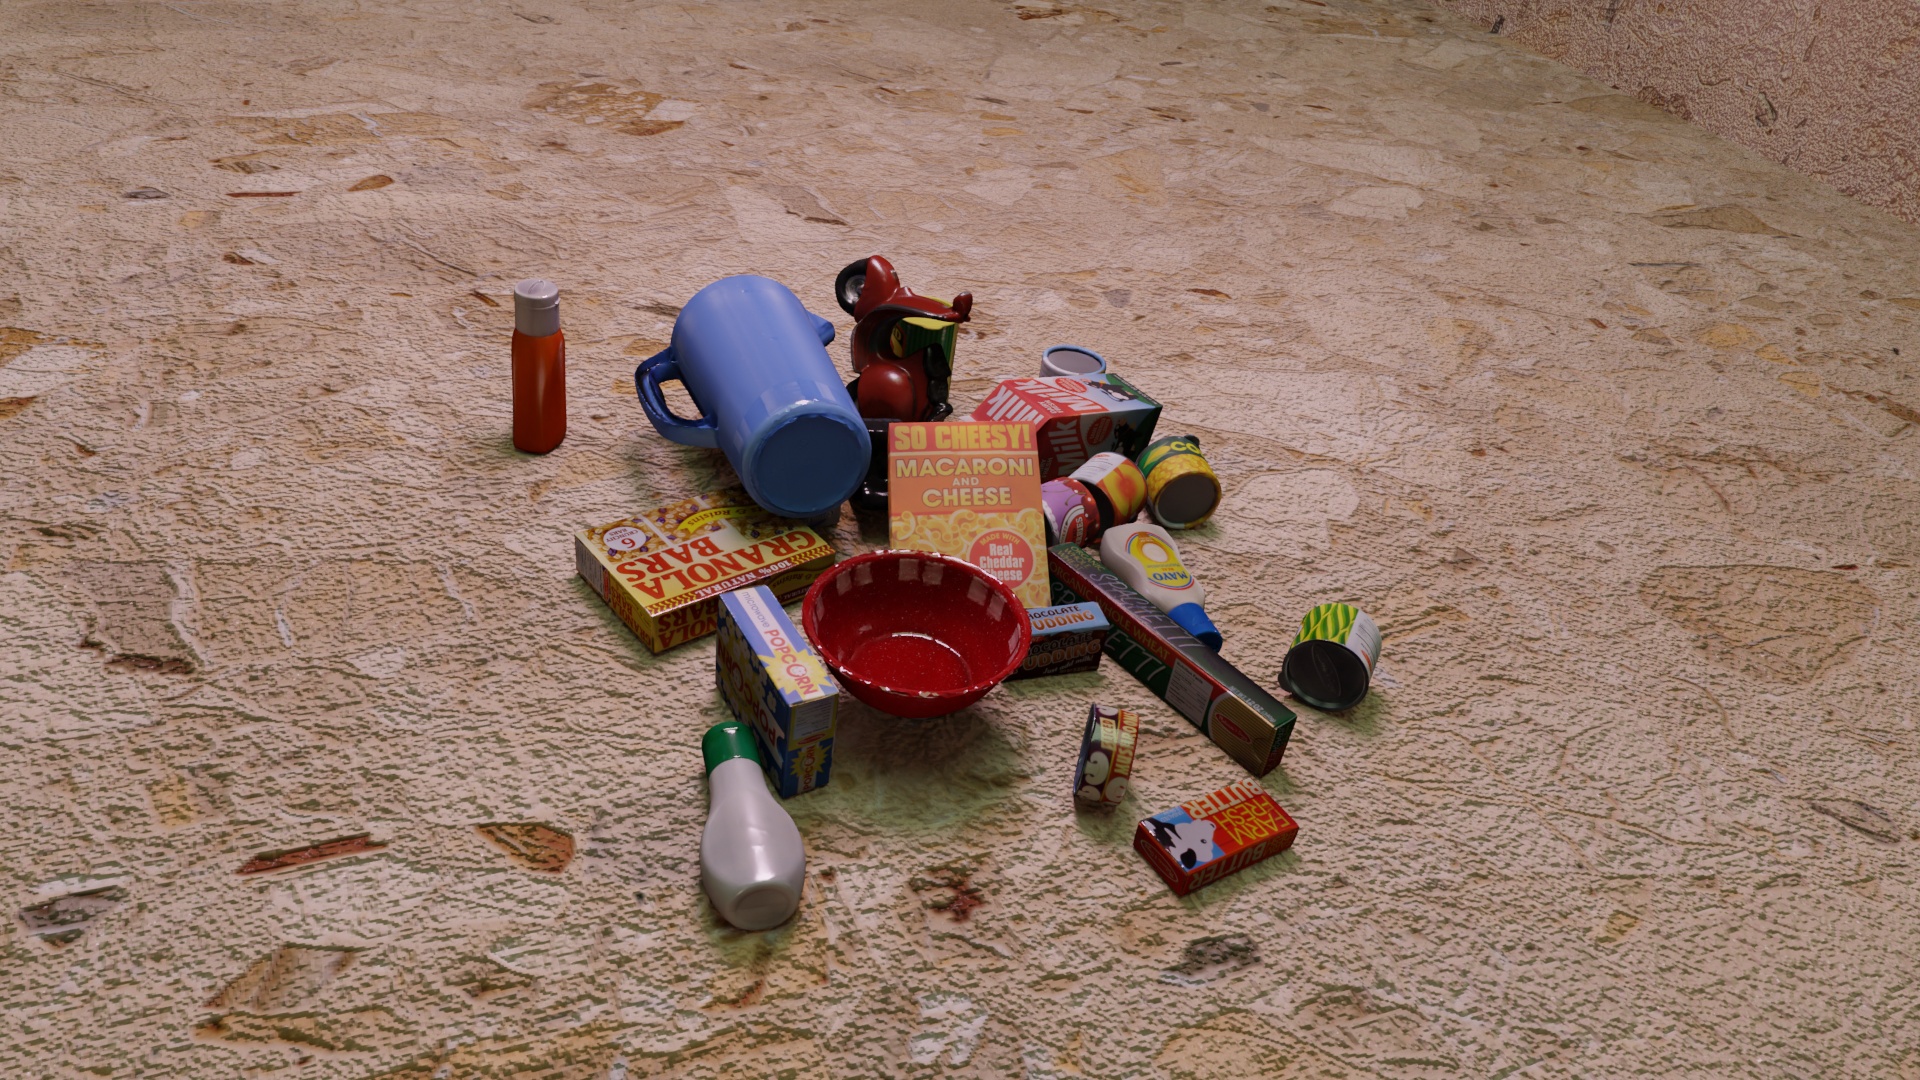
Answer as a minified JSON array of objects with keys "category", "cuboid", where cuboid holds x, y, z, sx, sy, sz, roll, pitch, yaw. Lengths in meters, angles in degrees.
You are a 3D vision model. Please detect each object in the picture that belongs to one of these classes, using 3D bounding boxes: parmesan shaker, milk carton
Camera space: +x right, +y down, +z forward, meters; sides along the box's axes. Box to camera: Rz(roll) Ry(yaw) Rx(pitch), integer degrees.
[{"category":"parmesan shaker","cuboid":[-0.039,-0.177,1.358,0.071,0.102,0.072,6,34,-4]},{"category":"milk carton","cuboid":[0.090,-0.104,1.283,0.191,0.073,0.072,-9,38,-39]}]

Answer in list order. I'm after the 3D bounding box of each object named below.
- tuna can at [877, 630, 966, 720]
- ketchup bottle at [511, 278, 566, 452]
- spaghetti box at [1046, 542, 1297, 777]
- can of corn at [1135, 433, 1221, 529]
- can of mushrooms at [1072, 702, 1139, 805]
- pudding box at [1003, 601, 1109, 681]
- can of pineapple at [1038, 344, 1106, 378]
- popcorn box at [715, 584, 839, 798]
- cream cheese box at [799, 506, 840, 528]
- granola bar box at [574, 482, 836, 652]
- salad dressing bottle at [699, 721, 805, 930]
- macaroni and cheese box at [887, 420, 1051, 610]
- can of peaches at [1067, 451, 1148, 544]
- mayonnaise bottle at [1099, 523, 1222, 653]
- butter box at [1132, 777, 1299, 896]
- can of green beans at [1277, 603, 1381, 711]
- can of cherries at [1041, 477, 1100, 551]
[{"category":"tuna can","cuboid":[-0.029,0.098,1.028,0.071,0.032,0.071,6,35,-4]},{"category":"ketchup bottle","cuboid":[-0.367,-0.153,1.208,0.043,0.148,0.065,9,35,-2]},{"category":"spaghetti box","cuboid":[0.152,0.085,1.074,0.029,0.050,0.251,-18,43,-36]},{"category":"can of corn","cuboid":[0.200,-0.054,1.266,0.071,0.070,0.058,-1,37,-14]},{"category":"can of mushrooms","cuboid":[0.100,0.146,0.957,0.033,0.070,0.071,13,35,3]},{"category":"pudding box","cuboid":[0.068,0.077,1.066,0.084,0.049,0.030,-5,38,-20]},{"category":"can of pineapple","cuboid":[0.112,-0.159,1.405,0.071,0.057,0.071,6,34,-4]},{"category":"popcorn box","cuboid":[-0.129,0.101,0.955,0.038,0.084,0.127,-11,39,-28]},{"category":"cream cheese box","cuboid":[-0.148,-0.047,1.216,0.053,0.024,0.104,-12,40,-26]},{"category":"granola bar box","cuboid":[-0.201,0.017,1.099,0.166,0.038,0.124,-20,43,-36]},{"category":"salad dressing bottle","cuboid":[-0.137,0.177,0.883,0.064,0.043,0.148,-4,36,-16]},{"category":"macaroni and cheese box","cuboid":[0.004,-0.014,1.116,0.124,0.040,0.167,-1,65,-5]},{"category":"can of peaches","cuboid":[0.125,-0.035,1.228,0.071,0.070,0.058,26,38,23]},{"category":"mayonnaise bottle","cuboid":[0.168,0.042,1.146,0.065,0.041,0.149,-3,36,-20]},{"category":"butter box","cuboid":[0.173,0.199,0.939,0.104,0.024,0.053,-14,40,-30]},{"category":"can of green beans","cuboid":[0.291,0.090,1.084,0.071,0.071,0.058,21,36,16]},{"category":"can of cherries","cuboid":[0.078,-0.015,1.185,0.058,0.071,0.071,-21,44,-38]}]
